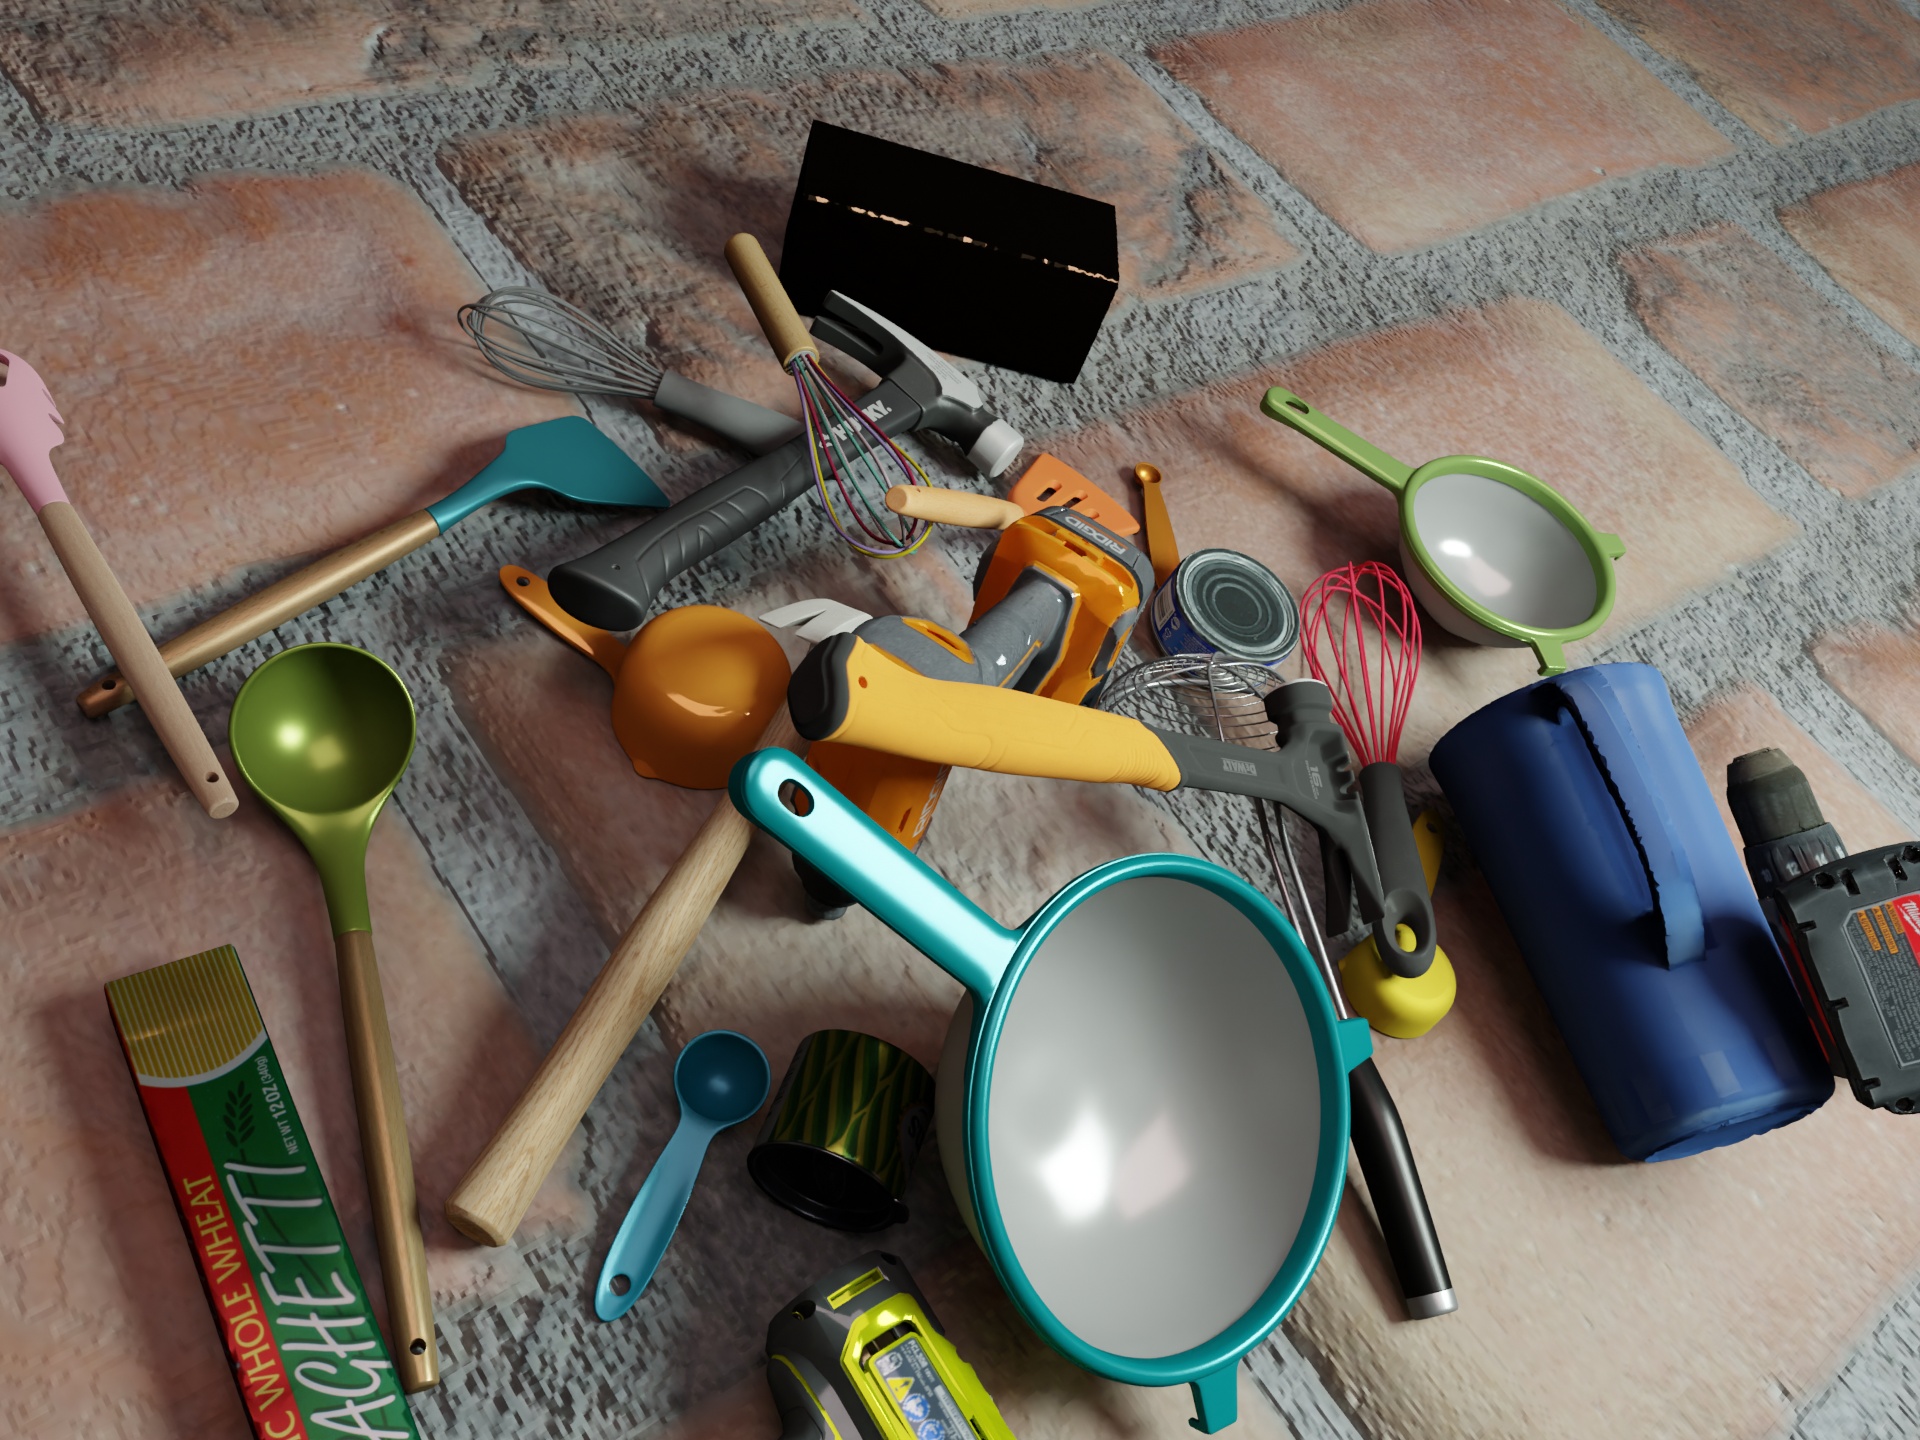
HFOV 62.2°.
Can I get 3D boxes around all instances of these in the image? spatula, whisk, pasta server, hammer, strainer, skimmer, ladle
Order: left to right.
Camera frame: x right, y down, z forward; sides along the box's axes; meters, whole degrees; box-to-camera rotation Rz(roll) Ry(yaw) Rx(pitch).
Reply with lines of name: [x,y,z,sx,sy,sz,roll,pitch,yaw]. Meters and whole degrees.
pasta server: [-0.405,-0.072,0.732,0.060,0.040,0.316,-24,64,-34]
ladle: [-0.245,0.108,0.652,0.078,0.062,0.320,-7,59,-25]
spatula: [-0.288,-0.080,0.803,0.082,0.044,0.317,44,56,13]
whisk: [-0.173,-0.190,0.920,0.239,0.055,0.055,21,49,-11]
hammer: [-0.120,0.075,0.702,0.031,0.130,0.331,20,56,15]
hammer: [-0.100,-0.137,0.865,0.146,0.035,0.335,43,43,4]
whisk: [-0.074,-0.180,0.862,0.051,0.047,0.245,11,44,-50]
strainer: [0.019,0.126,0.656,0.340,0.095,0.211,42,61,-22]
spatula: [0.026,-0.120,0.866,0.081,0.041,0.322,40,15,11]
hammer: [0.068,0.020,0.684,0.336,0.034,0.127,11,61,-42]
skimmer: [0.167,0.121,0.818,0.127,0.090,0.364,-7,67,-19]
whisk: [0.234,0.015,0.893,0.073,0.073,0.296,14,49,-11]
strainer: [0.294,-0.124,1.031,0.256,0.069,0.151,35,52,8]

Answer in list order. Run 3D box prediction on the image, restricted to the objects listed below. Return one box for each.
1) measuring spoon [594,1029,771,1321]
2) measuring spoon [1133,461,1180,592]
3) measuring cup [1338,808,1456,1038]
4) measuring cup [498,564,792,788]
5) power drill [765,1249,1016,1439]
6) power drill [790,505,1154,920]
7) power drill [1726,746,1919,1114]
measuring spoon: [-0.120,0.190,0.666,0.042,0.021,0.129,26,58,-1]
measuring spoon: [0.123,-0.116,0.999,0.021,0.011,0.117,9,55,-21]
measuring cup: [0.249,0.101,0.863,0.062,0.029,0.157,27,52,0]
measuring cup: [-0.161,-0.040,0.799,0.173,0.052,0.095,36,50,6]
power drill: [-0.064,0.317,0.547,0.228,0.080,0.191,-20,63,-35]
power drill: [-0.001,-0.002,0.781,0.084,0.164,0.226,33,38,14]
power drill: [0.457,0.101,0.822,0.226,0.080,0.188,11,60,-71]
